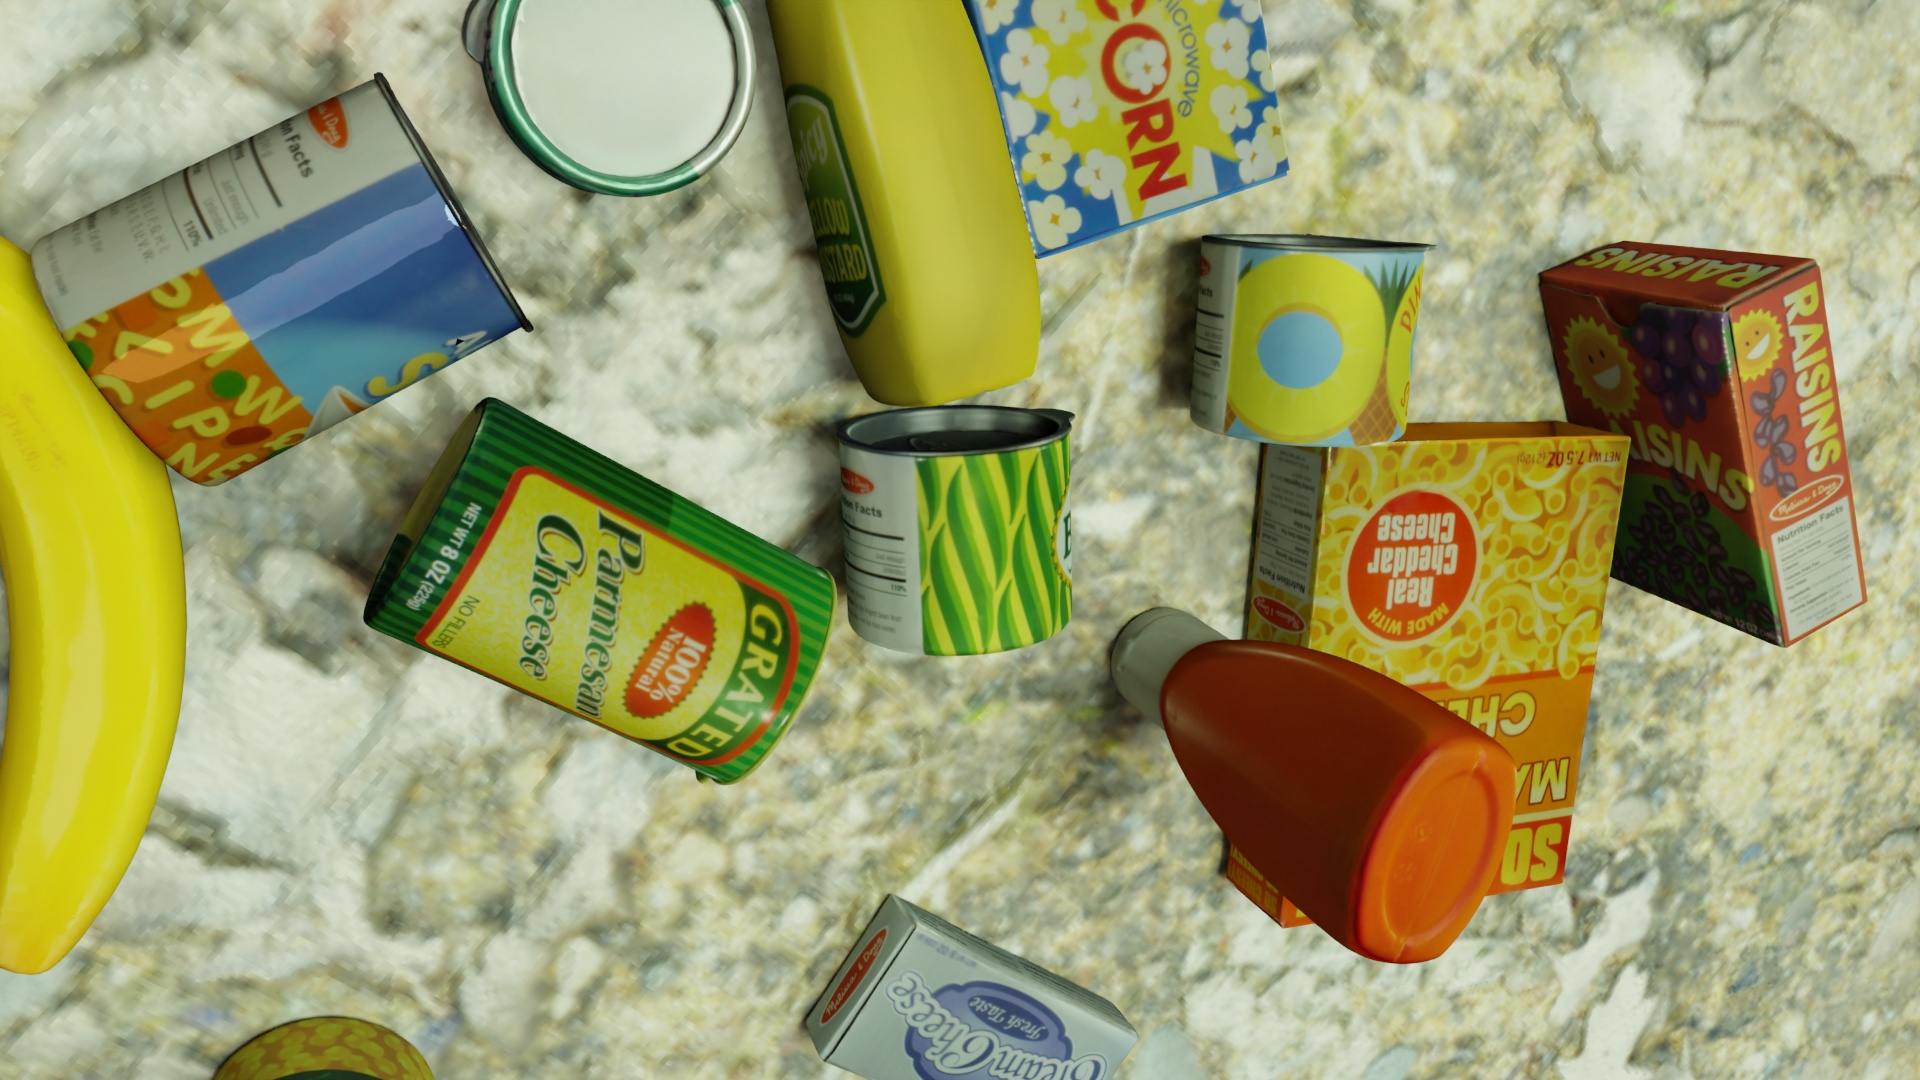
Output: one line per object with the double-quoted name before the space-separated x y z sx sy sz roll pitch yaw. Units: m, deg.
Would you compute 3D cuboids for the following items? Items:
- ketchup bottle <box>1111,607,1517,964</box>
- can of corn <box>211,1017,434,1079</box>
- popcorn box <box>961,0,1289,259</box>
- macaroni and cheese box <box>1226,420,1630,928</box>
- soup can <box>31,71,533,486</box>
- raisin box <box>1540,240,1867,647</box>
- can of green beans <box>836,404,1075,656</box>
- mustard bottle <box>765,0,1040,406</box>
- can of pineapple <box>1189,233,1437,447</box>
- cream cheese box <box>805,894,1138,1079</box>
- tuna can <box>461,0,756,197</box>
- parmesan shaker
"ketchup bottle" 0.091 0.058 0.402 0.043 0.149 0.064 16 99 -23
"can of corn" -0.176 0.175 0.383 0.071 0.058 0.071 -5 105 -19
"popcorn box" 0.037 -0.152 0.390 0.085 0.038 0.126 -21 110 -13
"macaroni and cheese box" 0.161 0.043 0.485 0.124 0.040 0.166 -2 104 -20
"soup can" -0.155 -0.058 0.328 0.084 0.071 0.071 -31 112 -10
"raisin box" 0.250 -0.036 0.472 0.040 0.086 0.123 -25 111 -8
"can of green beans" -0.001 -0.005 0.398 0.071 0.071 0.057 -8 107 -18
"mustard bottle" -0.021 -0.116 0.366 0.049 0.065 0.159 -19 104 -20
"can of pineapple" 0.106 -0.062 0.422 0.071 0.071 0.057 -4 106 -19
"cream cheese box" 0.006 0.164 0.466 0.103 0.024 0.053 33 91 -24
"tuna can" -0.089 -0.122 0.353 0.071 0.033 0.071 -5 106 -20
"parmesan shaker" -0.095 0.017 0.368 0.103 0.071 0.071 29 93 -24
